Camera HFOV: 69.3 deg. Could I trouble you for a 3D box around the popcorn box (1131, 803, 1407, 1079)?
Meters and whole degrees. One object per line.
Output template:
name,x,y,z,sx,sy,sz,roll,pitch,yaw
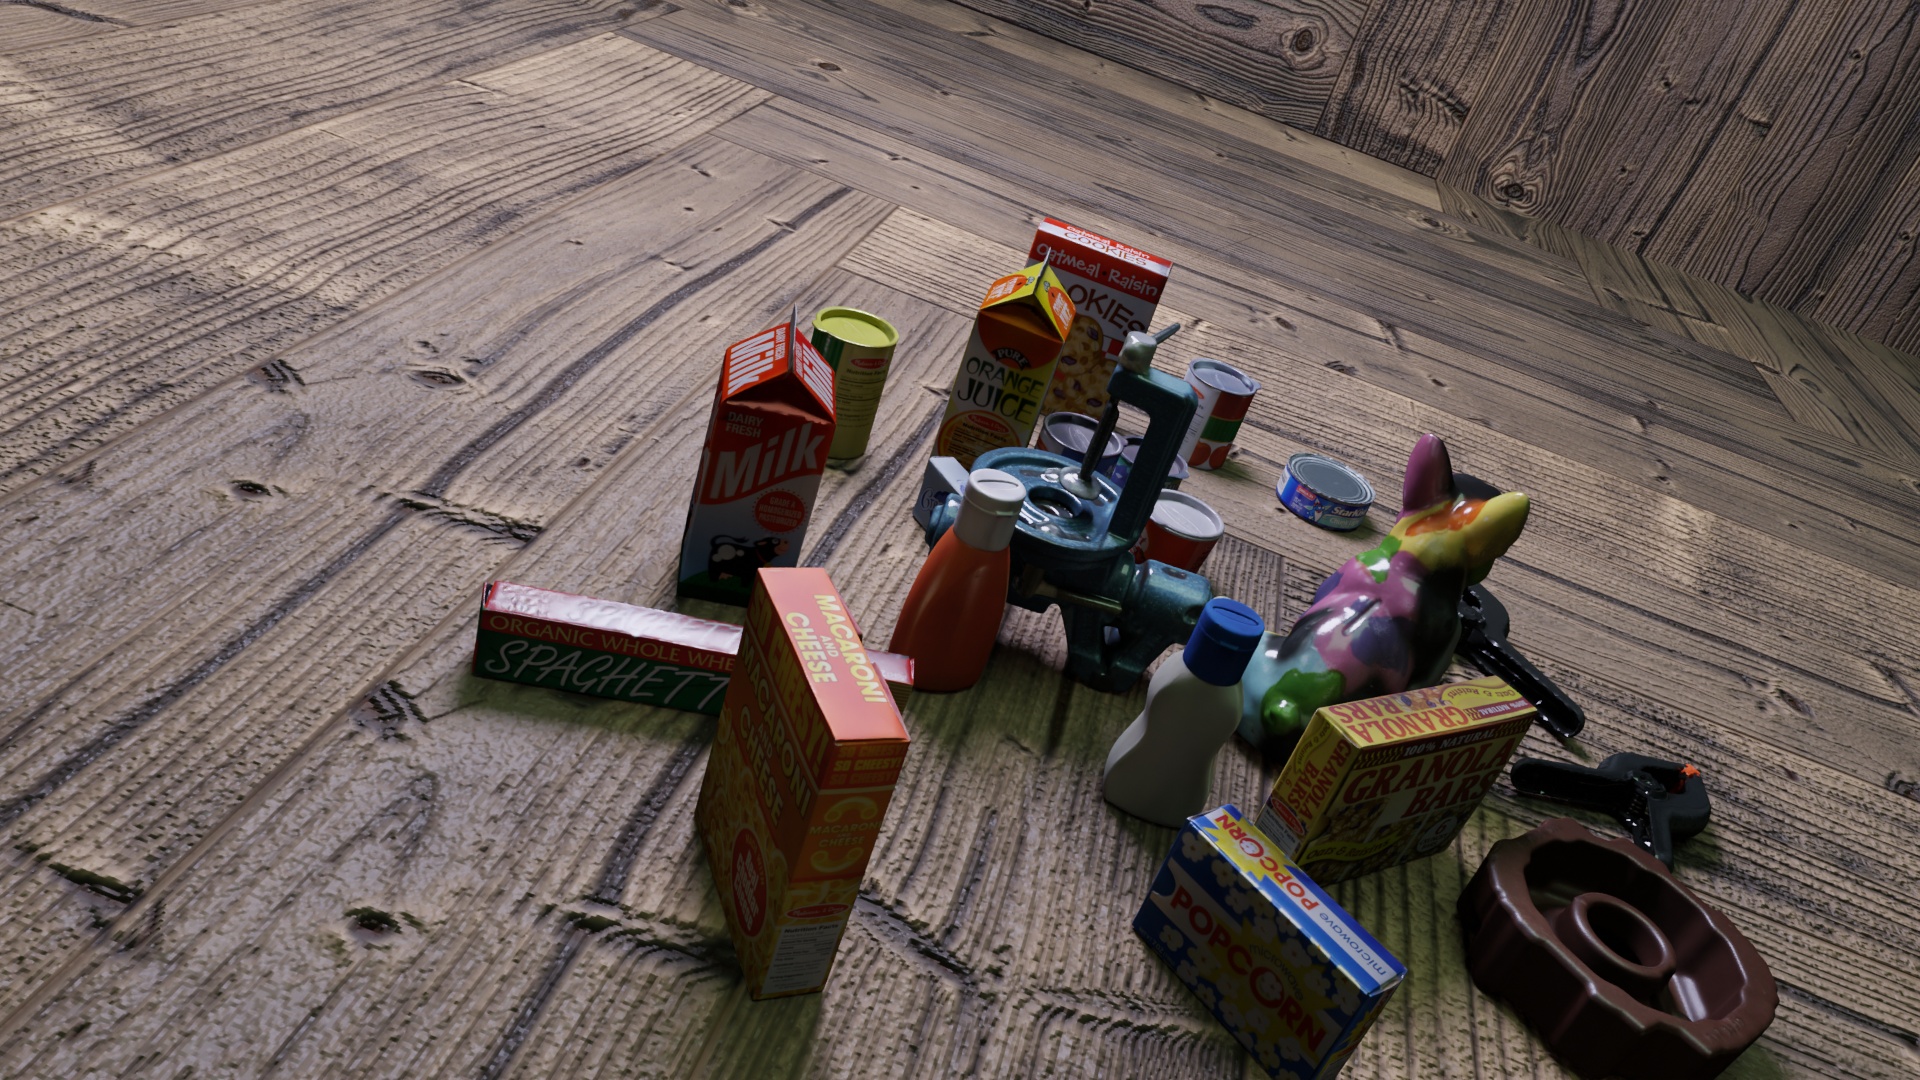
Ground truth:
popcorn box,0.157,0.212,0.723,0.038,0.084,0.127,-11,42,-41

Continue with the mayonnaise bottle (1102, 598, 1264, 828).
mayonnaise bottle,0.136,0.102,0.824,0.065,0.147,0.041,20,30,2

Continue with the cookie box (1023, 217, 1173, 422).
cookie box,0.104,-0.193,1.259,0.123,0.166,0.040,21,30,2

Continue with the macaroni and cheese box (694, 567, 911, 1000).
macaroni and cheese box,-0.081,0.115,0.665,0.040,0.165,0.124,1,35,-28

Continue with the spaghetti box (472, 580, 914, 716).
spaghetti box,-0.153,0.072,0.806,0.250,0.050,0.029,12,31,-13

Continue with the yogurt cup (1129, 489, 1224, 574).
yogurt cup,0.168,-0.001,1.099,0.072,0.053,0.073,14,31,-9

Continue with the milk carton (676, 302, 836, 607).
milk carton,-0.126,-0.053,0.884,0.073,0.189,0.073,11,31,-14

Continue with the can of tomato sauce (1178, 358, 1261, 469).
can of tomato sauce,0.231,-0.117,1.292,0.071,0.082,0.071,14,31,-9

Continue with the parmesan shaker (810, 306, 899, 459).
parmesan shaker,-0.096,-0.125,1.101,0.071,0.102,0.071,14,31,-9

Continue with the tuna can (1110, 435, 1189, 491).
tuna can,0.164,-0.060,1.212,0.071,0.032,0.071,14,31,-9

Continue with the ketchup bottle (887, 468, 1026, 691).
ketchup bottle,0.002,0.026,0.870,0.065,0.148,0.044,3,34,-26

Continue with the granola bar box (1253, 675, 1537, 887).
granola bar box,0.260,0.149,0.844,0.166,0.123,0.039,-4,38,-34

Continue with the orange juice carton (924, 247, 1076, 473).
orange juice carton,0.037,-0.135,1.105,0.073,0.191,0.072,20,30,2

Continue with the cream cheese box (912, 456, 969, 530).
cream cheese box,0.004,-0.013,1.027,0.024,0.053,0.104,-5,38,-35

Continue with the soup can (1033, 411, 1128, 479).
soup can,0.087,-0.049,1.102,0.071,0.083,0.072,14,31,-9
